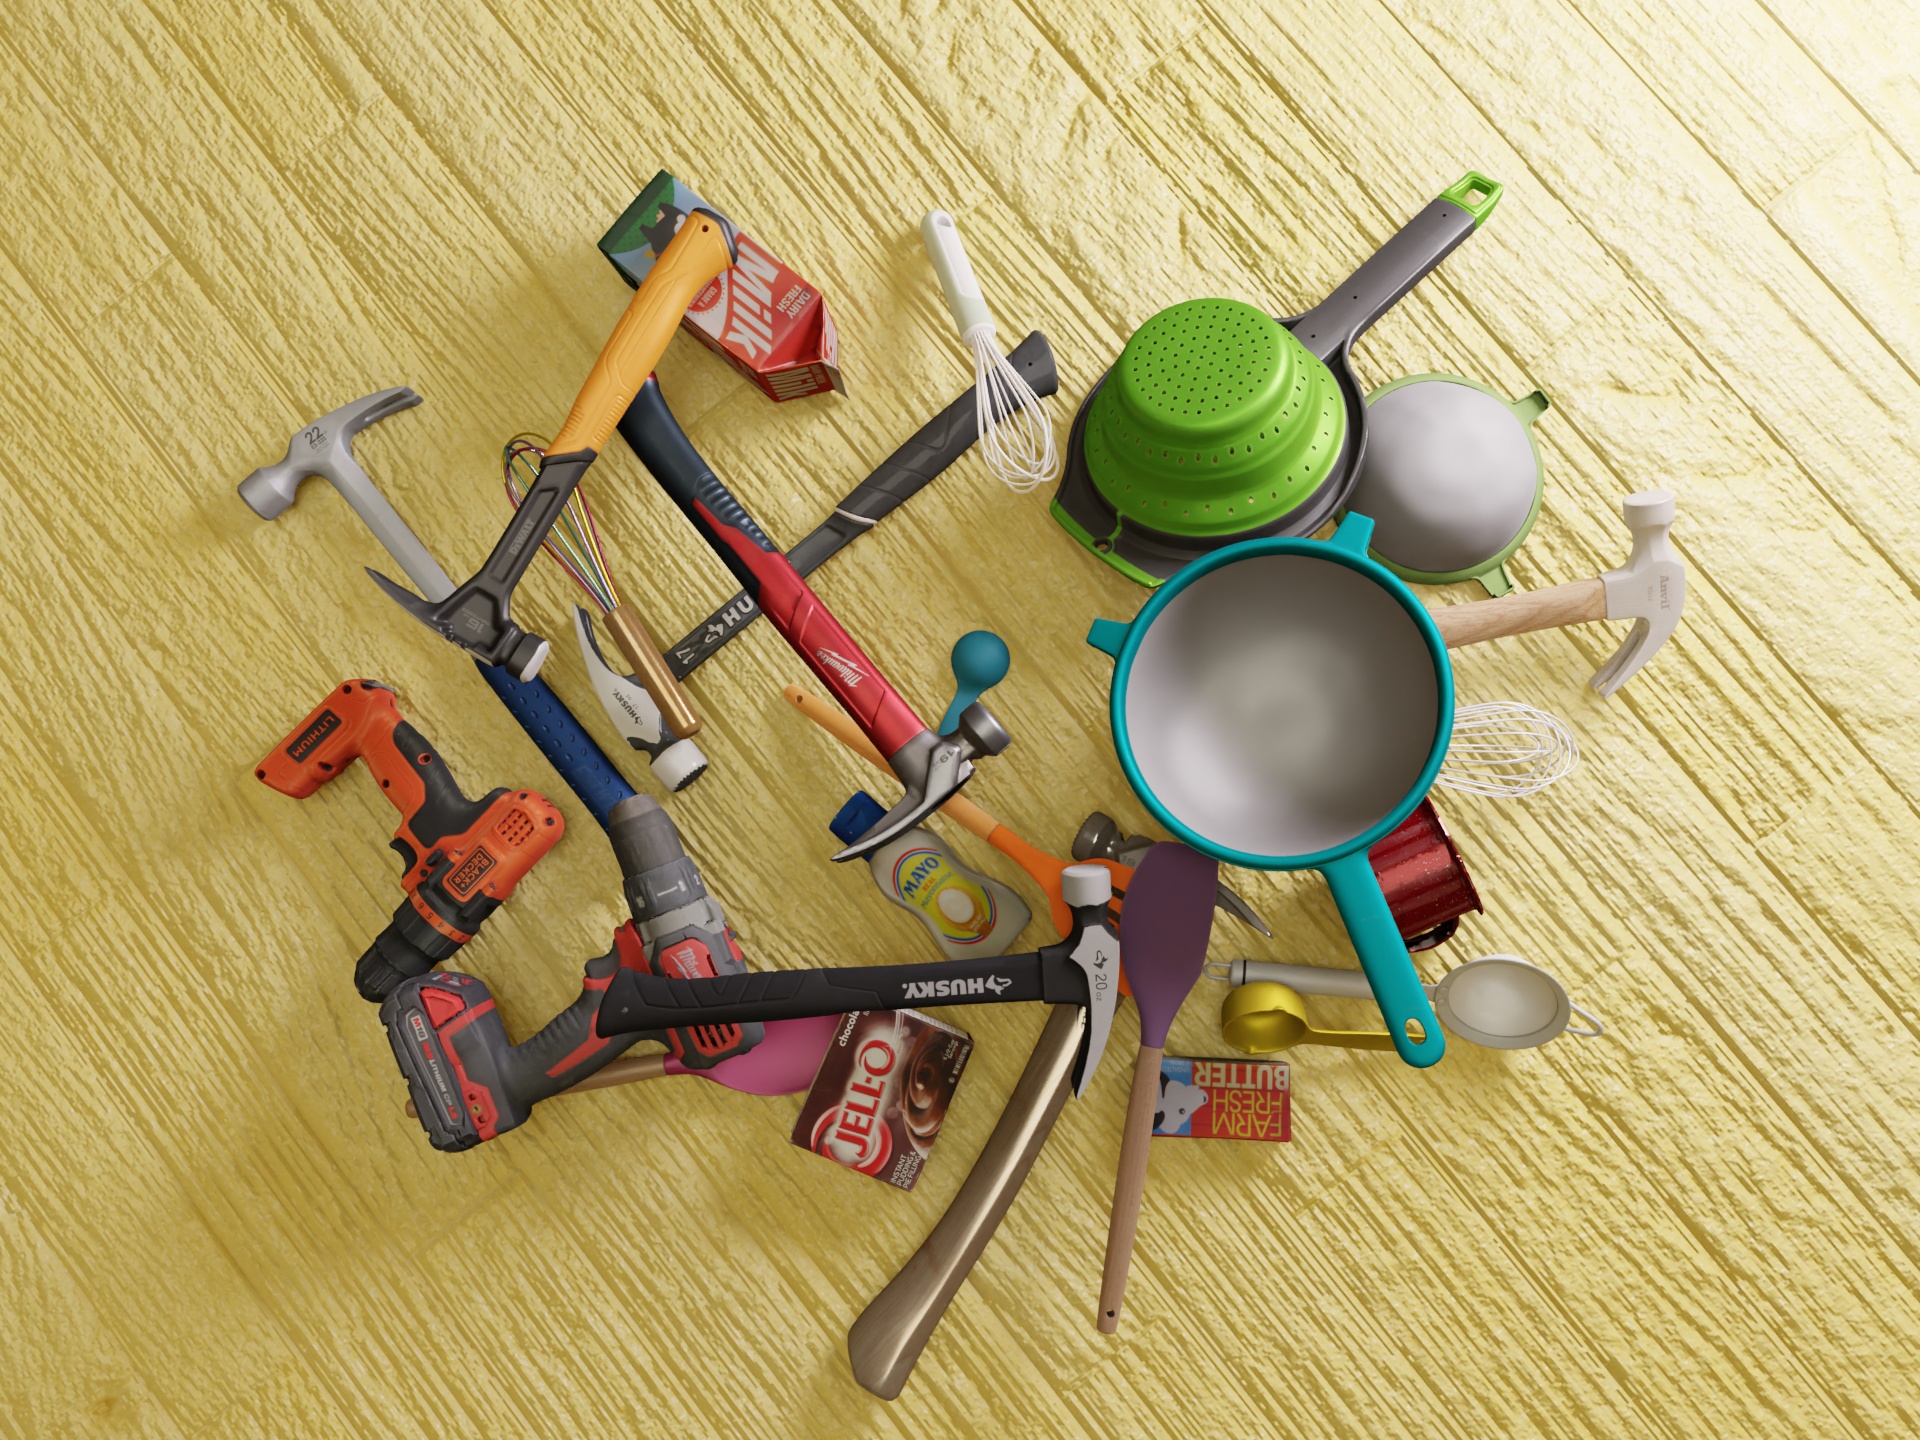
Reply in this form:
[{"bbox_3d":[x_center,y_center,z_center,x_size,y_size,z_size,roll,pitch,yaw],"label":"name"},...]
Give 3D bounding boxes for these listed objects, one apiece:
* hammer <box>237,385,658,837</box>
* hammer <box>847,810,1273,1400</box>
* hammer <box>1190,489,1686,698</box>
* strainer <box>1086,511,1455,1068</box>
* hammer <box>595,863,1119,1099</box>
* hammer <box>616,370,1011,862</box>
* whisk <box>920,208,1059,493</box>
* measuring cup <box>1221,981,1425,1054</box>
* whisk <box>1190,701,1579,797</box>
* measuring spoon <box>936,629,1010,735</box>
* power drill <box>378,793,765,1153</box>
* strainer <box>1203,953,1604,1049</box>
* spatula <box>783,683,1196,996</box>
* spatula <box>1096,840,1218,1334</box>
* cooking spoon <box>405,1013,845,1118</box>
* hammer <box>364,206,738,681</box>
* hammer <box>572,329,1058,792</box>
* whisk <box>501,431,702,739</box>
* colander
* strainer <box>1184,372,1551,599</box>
[{"bbox_3d":[-0.337,-0.061,1.130,0.144,0.035,0.405,-40,84,-1],"label":"hammer"},{"bbox_3d":[0.052,0.272,1.065,0.146,0.038,0.410,29,89,20],"label":"hammer"},{"bbox_3d":[0.317,-0.058,1.077,0.331,0.031,0.130,-11,111,9],"label":"hammer"},{"bbox_3d":[0.228,0.053,1.007,0.211,0.095,0.340,-23,75,10],"label":"strainer"},{"bbox_3d":[-0.065,0.177,1.016,0.334,0.035,0.146,-4,97,-2],"label":"hammer"},{"bbox_3d":[-0.141,-0.086,1.083,0.143,0.038,0.386,-40,79,0],"label":"hammer"},{"bbox_3d":[0.015,-0.260,1.096,0.057,0.059,0.247,-2,60,-31],"label":"whisk"},{"bbox_3d":[0.251,0.203,1.072,0.156,0.062,0.029,6,49,-9],"label":"measuring cup"},{"bbox_3d":[0.271,0.019,1.079,0.284,0.070,0.070,1,85,8],"label":"whisk"},{"bbox_3d":[-0.002,-0.004,1.111,0.042,0.021,0.128,20,85,5],"label":"measuring spoon"},{"bbox_3d":[-0.262,0.169,1.061,0.226,0.080,0.188,-22,89,-2],"label":"power drill"},{"bbox_3d":[0.294,0.178,1.069,0.258,0.050,0.086,4,129,9],"label":"strainer"},{"bbox_3d":[0.006,0.065,1.078,0.323,0.041,0.081,34,93,20],"label":"spatula"},{"bbox_3d":[0.117,0.235,1.025,0.060,0.018,0.316,9,88,1],"label":"spatula"},{"bbox_3d":[-0.229,0.243,1.104,0.319,0.017,0.069,-10,89,2],"label":"cooking spoon"},{"bbox_3d":[-0.256,-0.199,1.061,0.127,0.034,0.337,31,86,-3],"label":"hammer"},{"bbox_3d":[-0.093,-0.135,1.124,0.409,0.036,0.149,-40,83,-1],"label":"hammer"},{"bbox_3d":[-0.246,-0.095,1.092,0.047,0.051,0.245,-32,84,-6],"label":"whisk"},{"bbox_3d":[0.222,-0.264,1.062,0.397,0.094,0.205,-43,60,-9],"label":"colander"},{"bbox_3d":[0.279,-0.183,1.088,0.256,0.069,0.151,13,86,3],"label":"strainer"}]
